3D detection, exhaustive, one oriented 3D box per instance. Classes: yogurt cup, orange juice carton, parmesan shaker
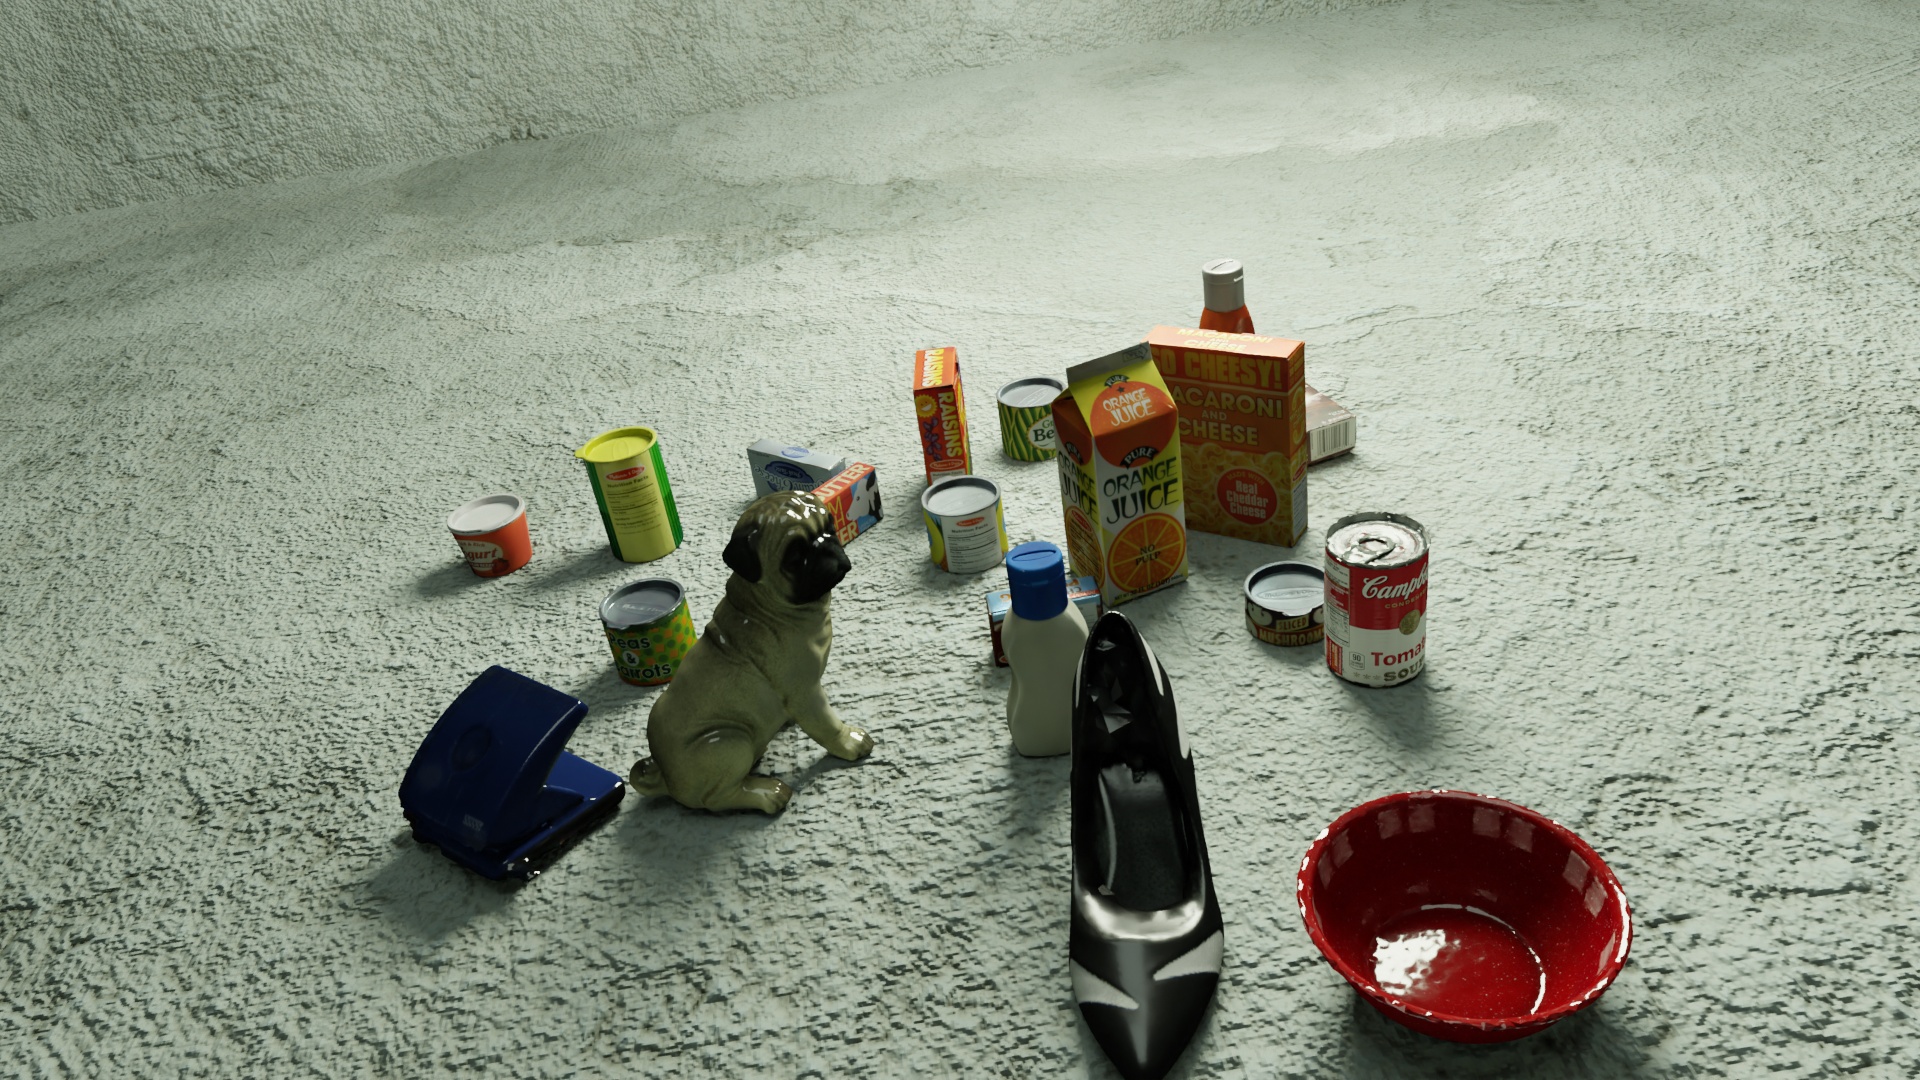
[{"bbox_3d":[-0.417,-0.003,1.242,0.072,0.053,0.073,-7,31,4],"label":"yogurt cup"},{"bbox_3d":[0.119,-0.054,1.052,0.072,0.191,0.073,-19,32,-16],"label":"orange juice carton"},{"bbox_3d":[-0.290,-0.040,1.222,0.071,0.102,0.071,-7,30,4],"label":"parmesan shaker"}]

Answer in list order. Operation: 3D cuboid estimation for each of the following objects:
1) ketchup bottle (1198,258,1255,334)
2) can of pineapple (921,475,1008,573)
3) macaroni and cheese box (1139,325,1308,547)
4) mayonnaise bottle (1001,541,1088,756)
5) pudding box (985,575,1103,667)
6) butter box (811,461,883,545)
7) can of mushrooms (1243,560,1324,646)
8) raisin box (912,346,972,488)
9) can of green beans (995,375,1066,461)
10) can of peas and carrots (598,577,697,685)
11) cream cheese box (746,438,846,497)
[{"bbox_3d":[0.245,-0.183,1.279,0.065,0.148,0.043,-29,36,-31],"label":"ketchup bottle"},{"bbox_3d":[0.004,-0.014,1.148,0.071,0.057,0.071,-7,31,4],"label":"can of pineapple"},{"bbox_3d":[0.210,-0.084,1.104,0.124,0.165,0.040,11,36,31],"label":"macaroni and cheese box"},{"bbox_3d":[0.056,0.071,0.903,0.065,0.147,0.041,-10,30,-1],"label":"mayonnaise bottle"},{"bbox_3d":[0.062,0.059,1.018,0.084,0.049,0.030,-11,30,-3],"label":"pudding box"},{"bbox_3d":[-0.110,-0.021,1.193,0.024,0.053,0.104,16,39,36],"label":"butter box"},{"bbox_3d":[0.240,0.047,1.008,0.071,0.033,0.071,-6,31,4],"label":"can of mushrooms"},{"bbox_3d":[-0.014,-0.098,1.229,0.040,0.122,0.086,-6,31,5],"label":"raisin box"},{"bbox_3d":[0.069,-0.114,1.297,0.071,0.057,0.071,-7,31,4],"label":"can of green beans"},{"bbox_3d":[-0.239,0.071,1.067,0.071,0.058,0.071,-7,31,4],"label":"can of peas and carrots"},{"bbox_3d":[-0.146,-0.057,1.261,0.104,0.053,0.024,15,38,34],"label":"cream cheese box"}]
